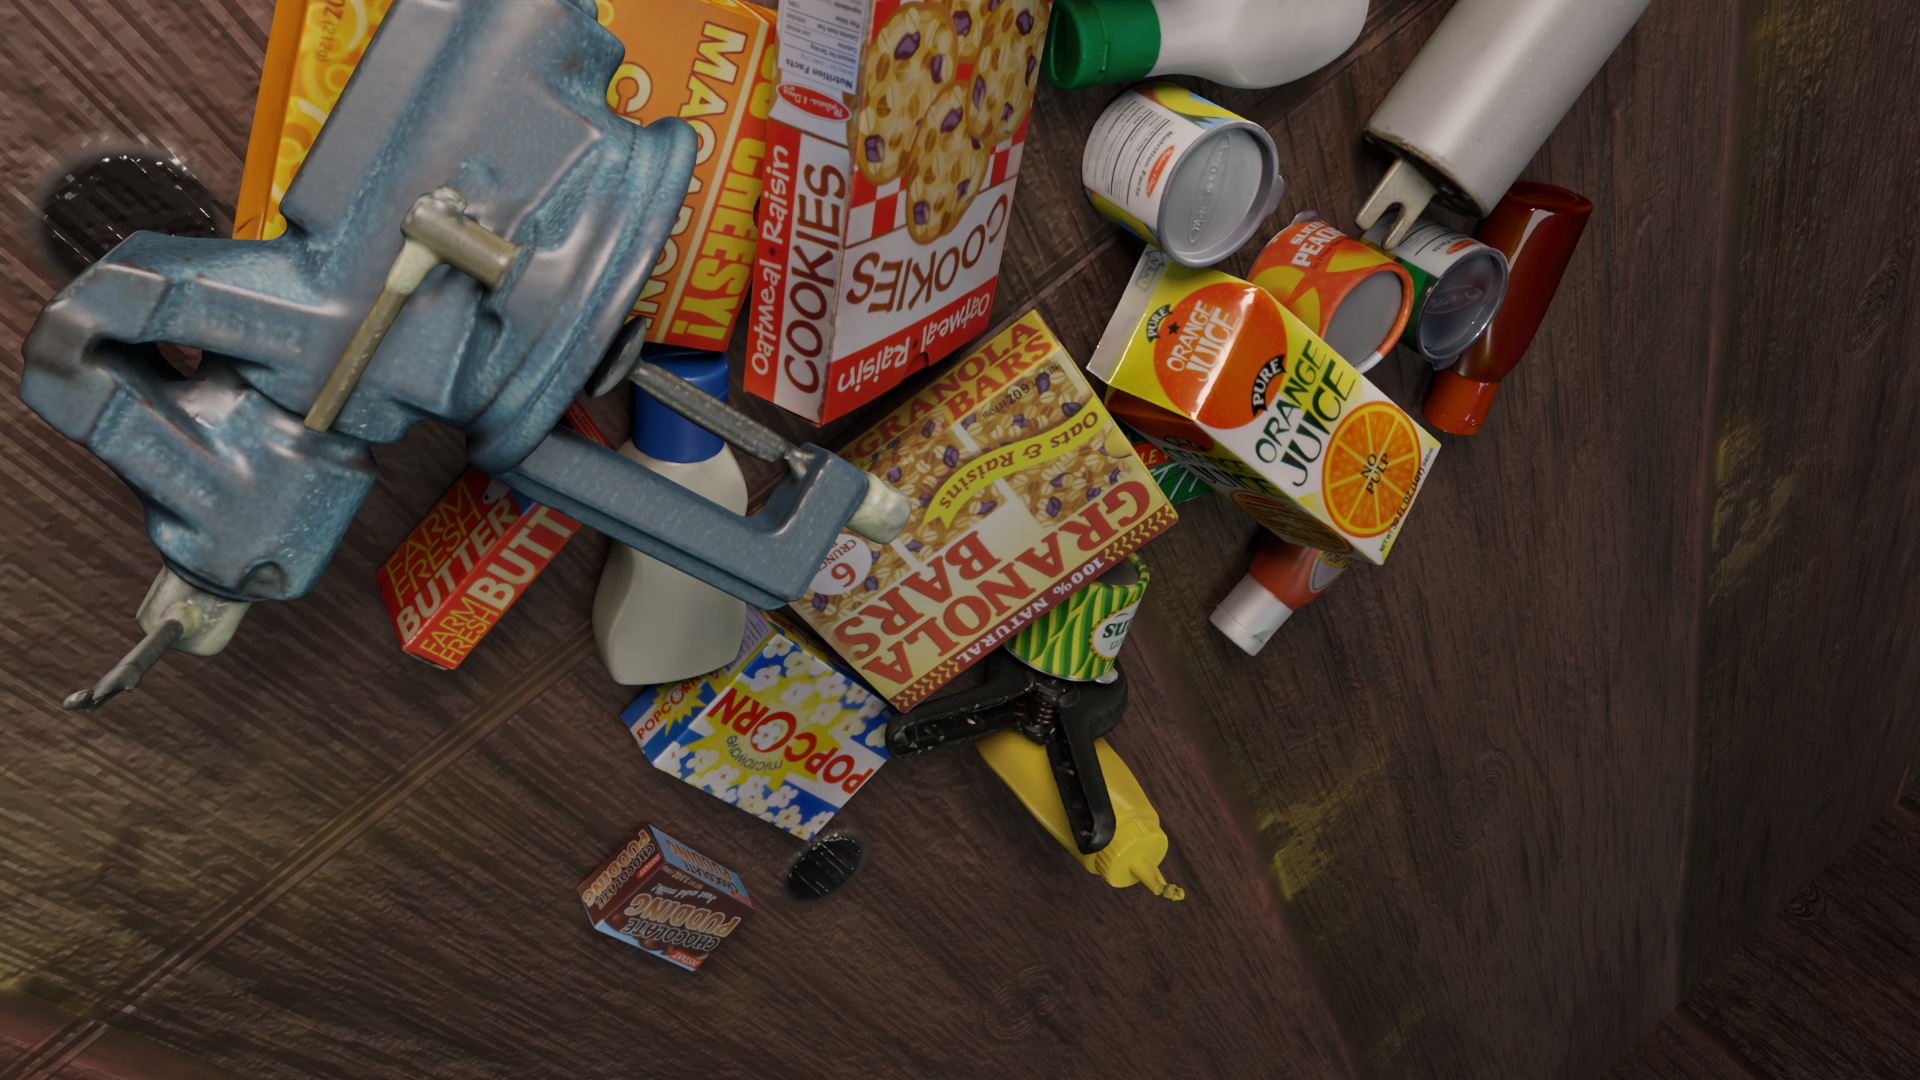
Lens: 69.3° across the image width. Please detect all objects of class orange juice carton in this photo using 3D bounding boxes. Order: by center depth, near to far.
[{"bbox_3d":[0.142,-0.066,0.681,0.192,0.073,0.072,32,82,-31],"label":"orange juice carton"}]

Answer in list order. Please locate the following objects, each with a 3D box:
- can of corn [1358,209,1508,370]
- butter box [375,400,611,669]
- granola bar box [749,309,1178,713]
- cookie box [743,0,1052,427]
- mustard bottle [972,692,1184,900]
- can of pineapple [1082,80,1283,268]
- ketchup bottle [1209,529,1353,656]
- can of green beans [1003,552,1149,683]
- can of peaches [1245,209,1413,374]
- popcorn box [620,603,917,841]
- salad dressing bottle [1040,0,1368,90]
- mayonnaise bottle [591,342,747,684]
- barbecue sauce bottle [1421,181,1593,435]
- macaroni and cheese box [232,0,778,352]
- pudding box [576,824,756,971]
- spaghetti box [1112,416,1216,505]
[{"bbox_3d":[0.249,-0.136,0.752,0.071,0.058,0.070,-21,133,-24],"label":"can of corn"},{"bbox_3d":[-0.175,-0.006,0.525,0.103,0.053,0.024,-48,136,4],"label":"butter box"},{"bbox_3d":[0.002,-0.008,0.638,0.165,0.039,0.124,-36,129,6],"label":"granola bar box"},{"bbox_3d":[-0.021,-0.139,0.512,0.123,0.040,0.166,-38,147,-49],"label":"cookie box"},{"bbox_3d":[0.066,0.139,0.750,0.065,0.161,0.048,16,113,-43],"label":"mustard bottle"},{"bbox_3d":[0.097,-0.161,0.612,0.071,0.058,0.070,-21,133,-24],"label":"can of pineapple"},{"bbox_3d":[0.213,0.003,0.845,0.148,0.044,0.064,-50,138,7],"label":"ketchup bottle"},{"bbox_3d":[0.059,0.032,0.729,0.071,0.071,0.057,-1,122,-38],"label":"can of green beans"},{"bbox_3d":[0.189,-0.125,0.713,0.071,0.058,0.070,-21,134,-24],"label":"can of peaches"},{"bbox_3d":[-0.089,0.089,0.679,0.085,0.038,0.126,-46,138,2],"label":"popcorn box"},{"bbox_3d":[0.102,-0.218,0.583,0.148,0.044,0.064,-18,134,-25],"label":"salad dressing bottle"},{"bbox_3d":[-0.118,-0.010,0.577,0.065,0.041,0.147,-10,127,-29],"label":"mayonnaise bottle"},{"bbox_3d":[0.315,-0.134,0.818,0.065,0.044,0.147,-10,129,-32],"label":"barbecue sauce bottle"},{"bbox_3d":[-0.138,-0.133,0.463,0.167,0.040,0.123,3,121,-40],"label":"macaroni and cheese box"},{"bbox_3d":[-0.150,0.185,0.713,0.049,0.030,0.083,-42,138,-1],"label":"pudding box"},{"bbox_3d":[0.110,-0.046,0.736,0.251,0.029,0.049,-17,131,-28],"label":"spaghetti box"}]
